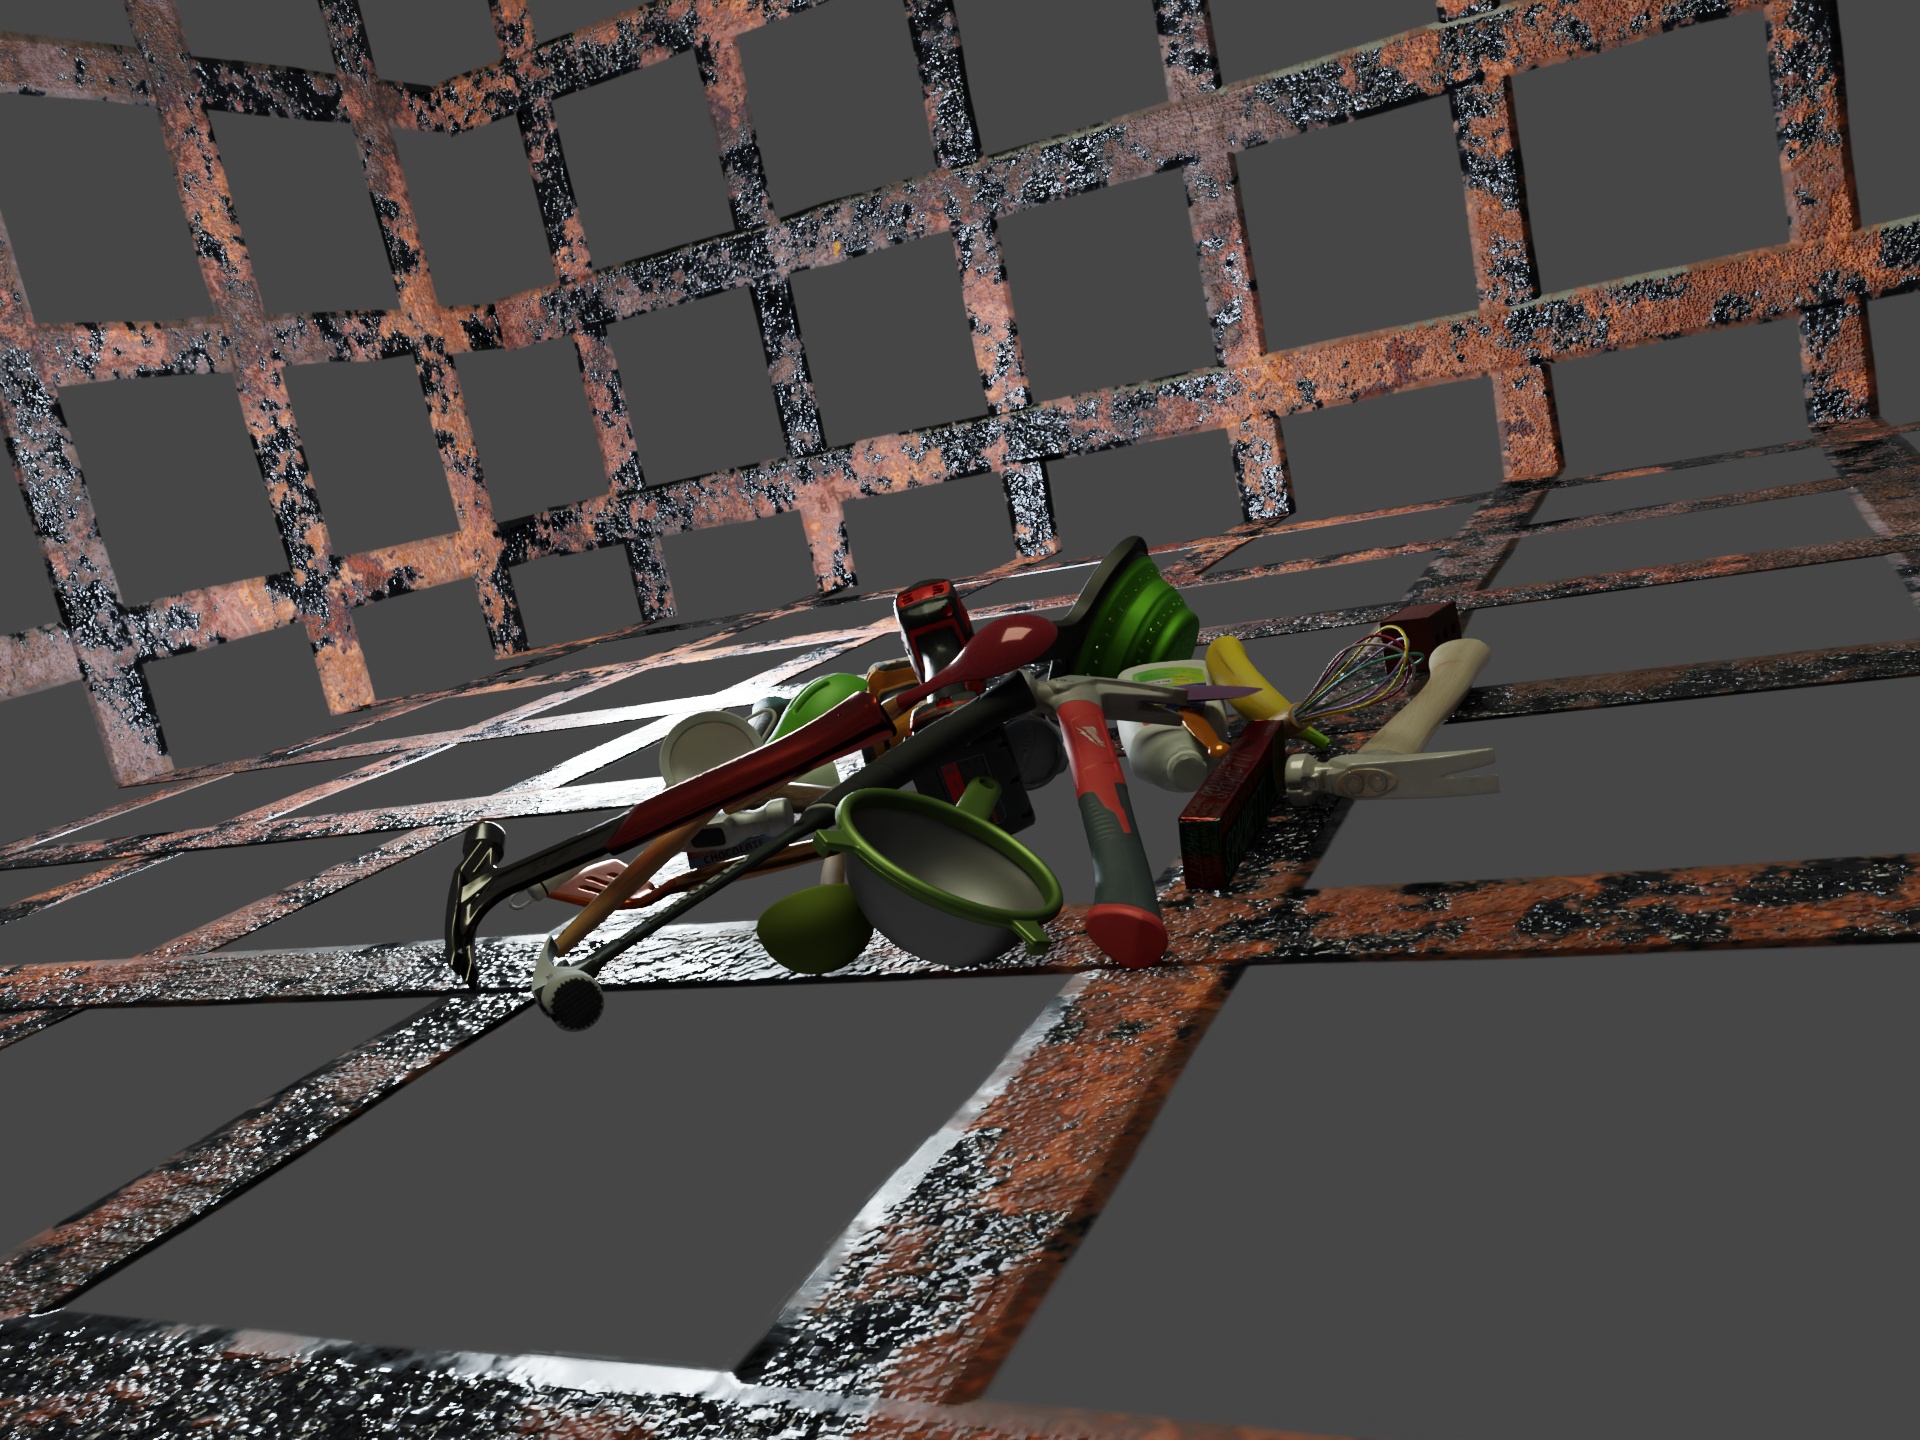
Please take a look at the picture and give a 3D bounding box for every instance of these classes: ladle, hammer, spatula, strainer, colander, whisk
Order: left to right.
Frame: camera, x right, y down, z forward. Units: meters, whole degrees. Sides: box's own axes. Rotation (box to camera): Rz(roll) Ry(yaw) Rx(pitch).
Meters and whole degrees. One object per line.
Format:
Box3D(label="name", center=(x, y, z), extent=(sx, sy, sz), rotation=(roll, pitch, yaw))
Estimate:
Box3D(label="strainer", center=(-0.250, 0.072, 1.265), extent=(0.258, 0.087, 0.050), rotation=(-37, -14, -26))
Box3D(label="hammer", center=(-0.214, 0.072, 1.165), extent=(0.359, 0.036, 0.149), rotation=(-23, 40, 8))
Box3D(label="spatula", center=(-0.202, 0.113, 1.221), extent=(0.322, 0.041, 0.081), rotation=(-17, 5, 41))
Box3D(label="hammer", center=(-0.192, 0.041, 1.424), extent=(0.128, 0.033, 0.331), rotation=(-11, 18, 6))
Box3D(label="hammer", center=(-0.113, 0.077, 1.094), extent=(0.409, 0.036, 0.149), rotation=(-32, 13, -19))
Box3D(label="hammer", center=(-0.129, 0.071, 1.401), extent=(0.331, 0.031, 0.130), rotation=(1, 18, 36))
Box3D(label="ladle", center=(-0.097, 0.114, 1.136), extent=(0.078, 0.062, 0.320), rotation=(-19, 8, 0))
Box3D(label="ladle", center=(-0.063, -0.001, 1.198), extent=(0.315, 0.031, 0.069), rotation=(-30, 24, 25))
Box3D(label="strainer", center=(-0.009, 0.095, 1.033), extent=(0.151, 0.069, 0.256), rotation=(25, 15, 3))
Box3D(label="spatula", center=(0.107, -0.020, 1.352), extent=(0.316, 0.018, 0.059), rotation=(-1, 10, 34))
Box3D(label="colander", center=(0.140, -0.064, 1.492), extent=(0.094, 0.204, 0.397), rotation=(26, 15, 19))
Box3D(label="hammer", center=(0.112, 0.053, 1.079), extent=(0.143, 0.038, 0.387), rotation=(5, 23, -4))
Box3D(label="whisk", center=(0.272, -0.014, 1.212), extent=(0.051, 0.047, 0.245), rotation=(-17, -11, -25))
Box3D(label="hammer", center=(0.388, -0.009, 1.282), extent=(0.146, 0.038, 0.410), rotation=(-5, 13, 29))

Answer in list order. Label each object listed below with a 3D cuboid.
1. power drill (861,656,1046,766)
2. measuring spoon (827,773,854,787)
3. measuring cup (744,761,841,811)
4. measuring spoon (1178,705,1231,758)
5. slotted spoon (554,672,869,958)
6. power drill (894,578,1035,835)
Box3D(label="power drill", center=(-0.013, -0.014, 1.645), extent=(0.185, 0.084, 0.226), rotation=(-10, 15, -1))
Box3D(label="measuring spoon", center=(-0.103, 0.064, 1.520), extent=(0.034, 0.018, 0.124), rotation=(-7, 5, 9))
Box3D(label="measuring cup", center=(-0.193, 0.068, 1.516), extent=(0.167, 0.038, 0.083), rotation=(-17, 12, -29))
Box3D(label="measuring spoon", center=(0.190, 0.006, 1.236), extent=(0.021, 0.011, 0.117), rotation=(5, 19, -9))
Box3D(label="slotted spoon", center=(-0.192, 0.066, 1.212), extent=(0.314, 0.031, 0.070), rotation=(-44, 18, -13))
Box3D(label="power drill", center=(-0.002, -0.004, 1.287), extent=(0.078, 0.143, 0.220), rotation=(-17, 37, 4))
